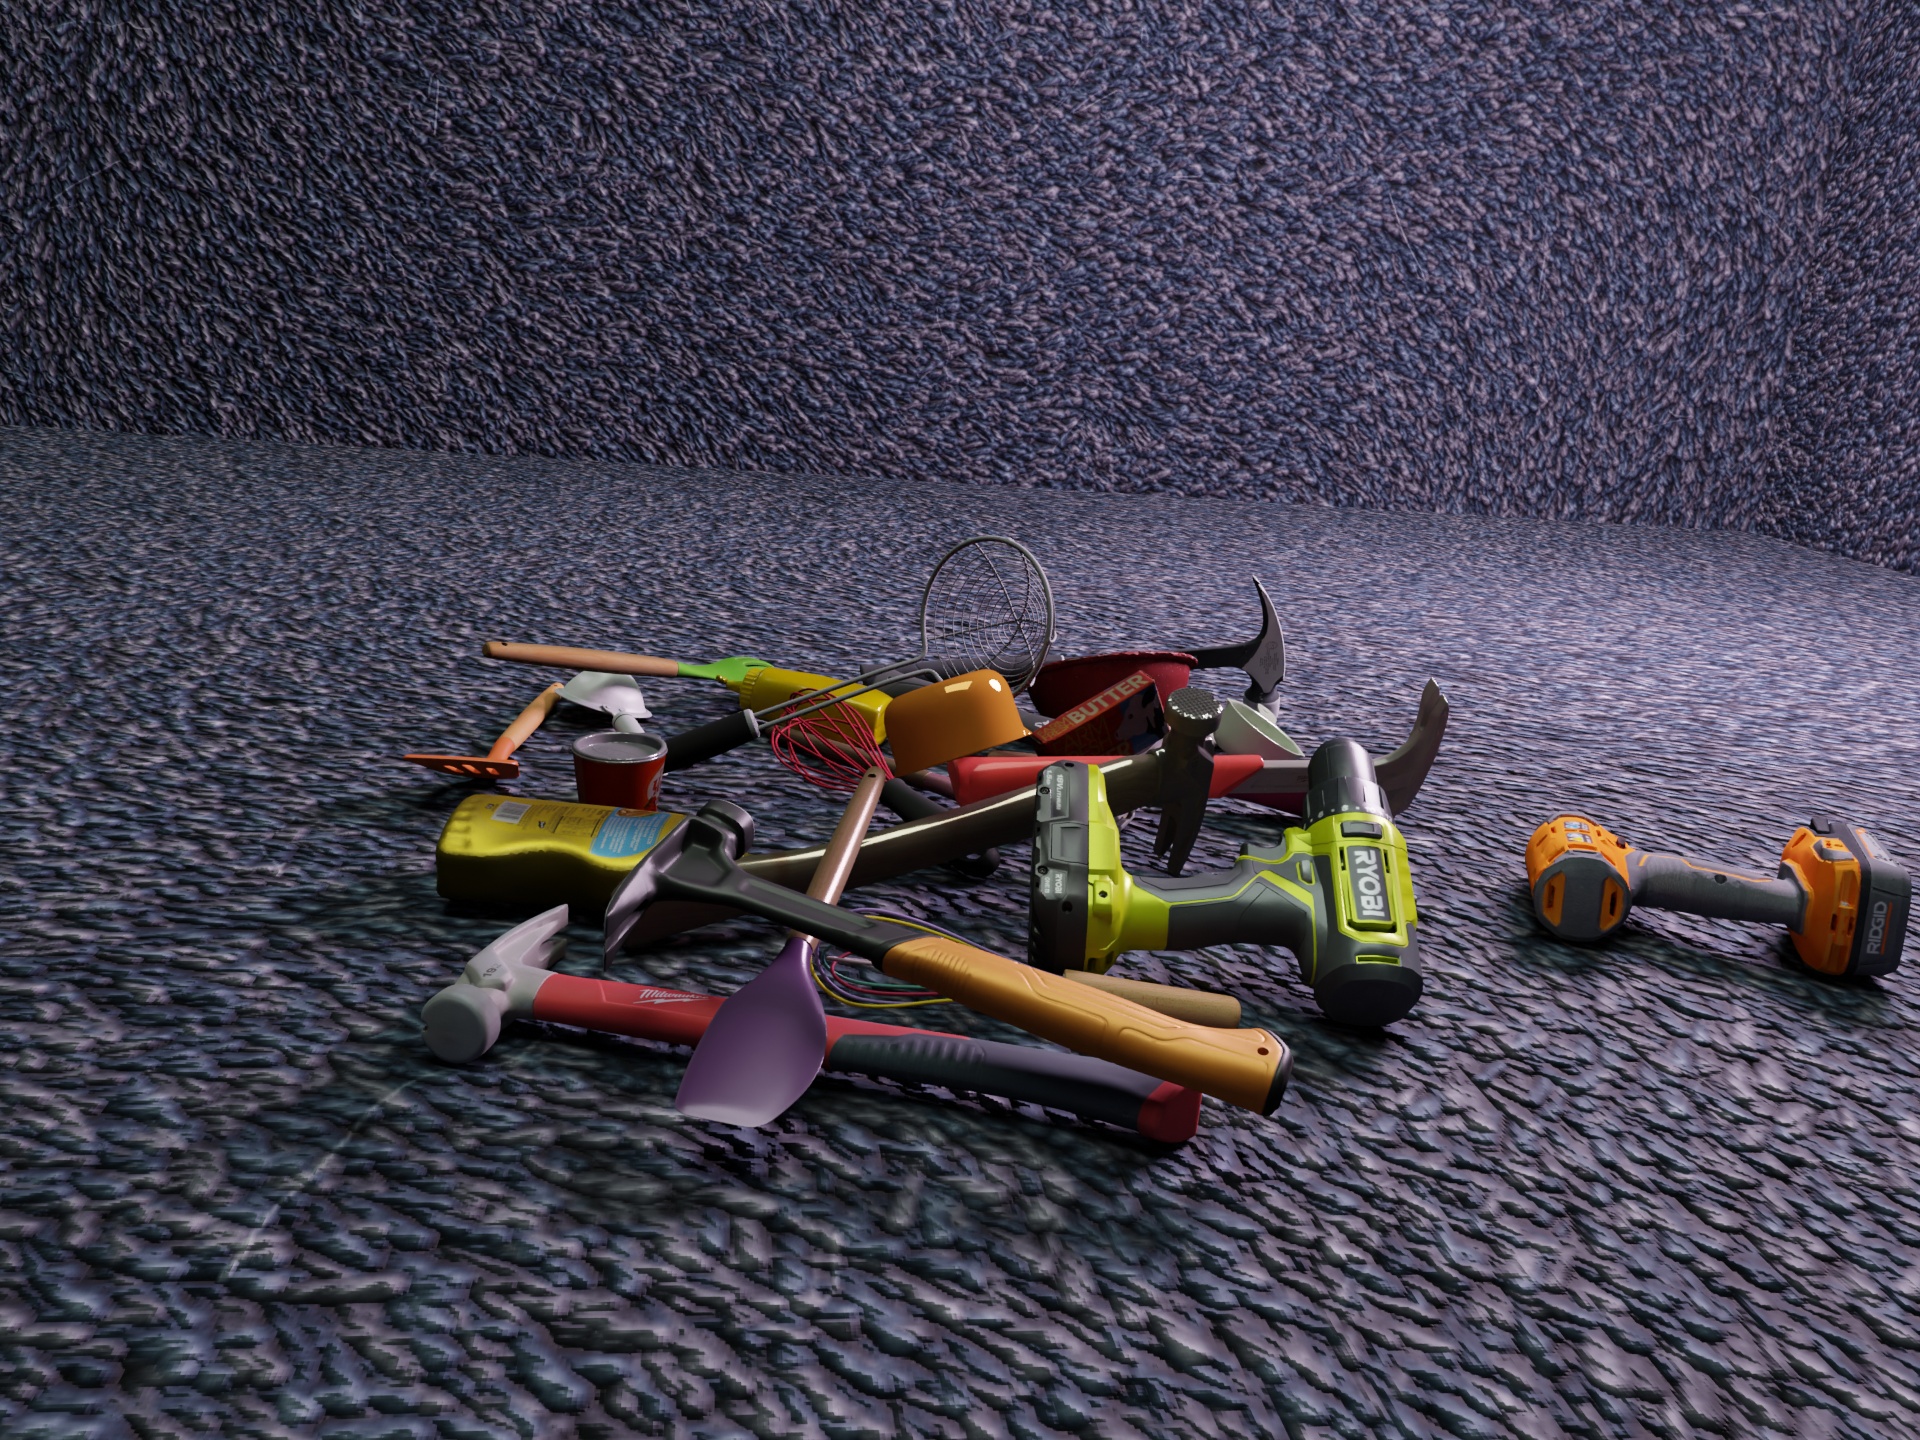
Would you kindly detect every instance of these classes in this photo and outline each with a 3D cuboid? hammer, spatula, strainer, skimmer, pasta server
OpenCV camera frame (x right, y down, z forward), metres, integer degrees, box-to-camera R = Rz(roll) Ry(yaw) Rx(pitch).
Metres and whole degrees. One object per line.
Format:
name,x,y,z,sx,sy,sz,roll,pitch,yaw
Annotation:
hammer,-0.006,0.126,0.778,0.337,0.034,0.127,17,30,13
hammer,0.048,0.000,1.334,0.335,0.035,0.146,17,48,43
spatula,-0.360,0.005,1.281,0.081,0.041,0.323,3,15,-2
strainer,-0.282,-0.002,1.335,0.086,0.050,0.259,13,14,-29
skimmer,-0.104,-0.027,1.177,0.363,0.127,0.090,-20,-17,-1
hammer,0.109,-0.053,1.503,0.409,0.149,0.036,-4,32,-7
hammer,0.169,0.034,1.139,0.359,0.149,0.037,0,40,-15
hammer,-0.068,0.160,0.826,0.386,0.038,0.143,7,14,9
pasta server,-0.047,0.037,1.265,0.316,0.040,0.060,16,51,39
hammer,-0.018,0.084,1.021,0.410,0.146,0.038,-13,41,-22
spatula,-0.077,0.107,0.843,0.060,0.018,0.316,9,29,6

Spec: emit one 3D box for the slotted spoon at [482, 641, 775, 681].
slotted spoon,-0.269,-0.046,1.380,0.313,0.031,0.070,5,28,-45

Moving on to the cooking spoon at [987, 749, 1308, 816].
cooking spoon,0.172,0.050,1.289,0.319,0.068,0.017,7,56,21

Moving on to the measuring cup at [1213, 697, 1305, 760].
measuring cup,0.262,0.013,1.415,0.083,0.038,0.167,37,14,4

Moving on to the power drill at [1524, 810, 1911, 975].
power drill,0.512,0.108,1.106,0.226,0.084,0.164,5,15,14

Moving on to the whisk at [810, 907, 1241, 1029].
whisk,0.035,0.151,0.895,0.245,0.051,0.047,9,37,0

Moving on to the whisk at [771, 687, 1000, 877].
whisk,-0.061,0.046,1.193,0.073,0.073,0.296,-6,25,-35

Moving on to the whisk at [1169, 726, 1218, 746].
whisk,0.208,0.014,1.404,0.059,0.057,0.246,20,17,33

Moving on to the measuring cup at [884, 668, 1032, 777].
measuring cup,-0.002,-0.003,1.077,0.095,0.052,0.173,-18,2,7

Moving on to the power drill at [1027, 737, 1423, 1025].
power drill,0.158,0.085,0.966,0.228,0.080,0.191,3,48,2
